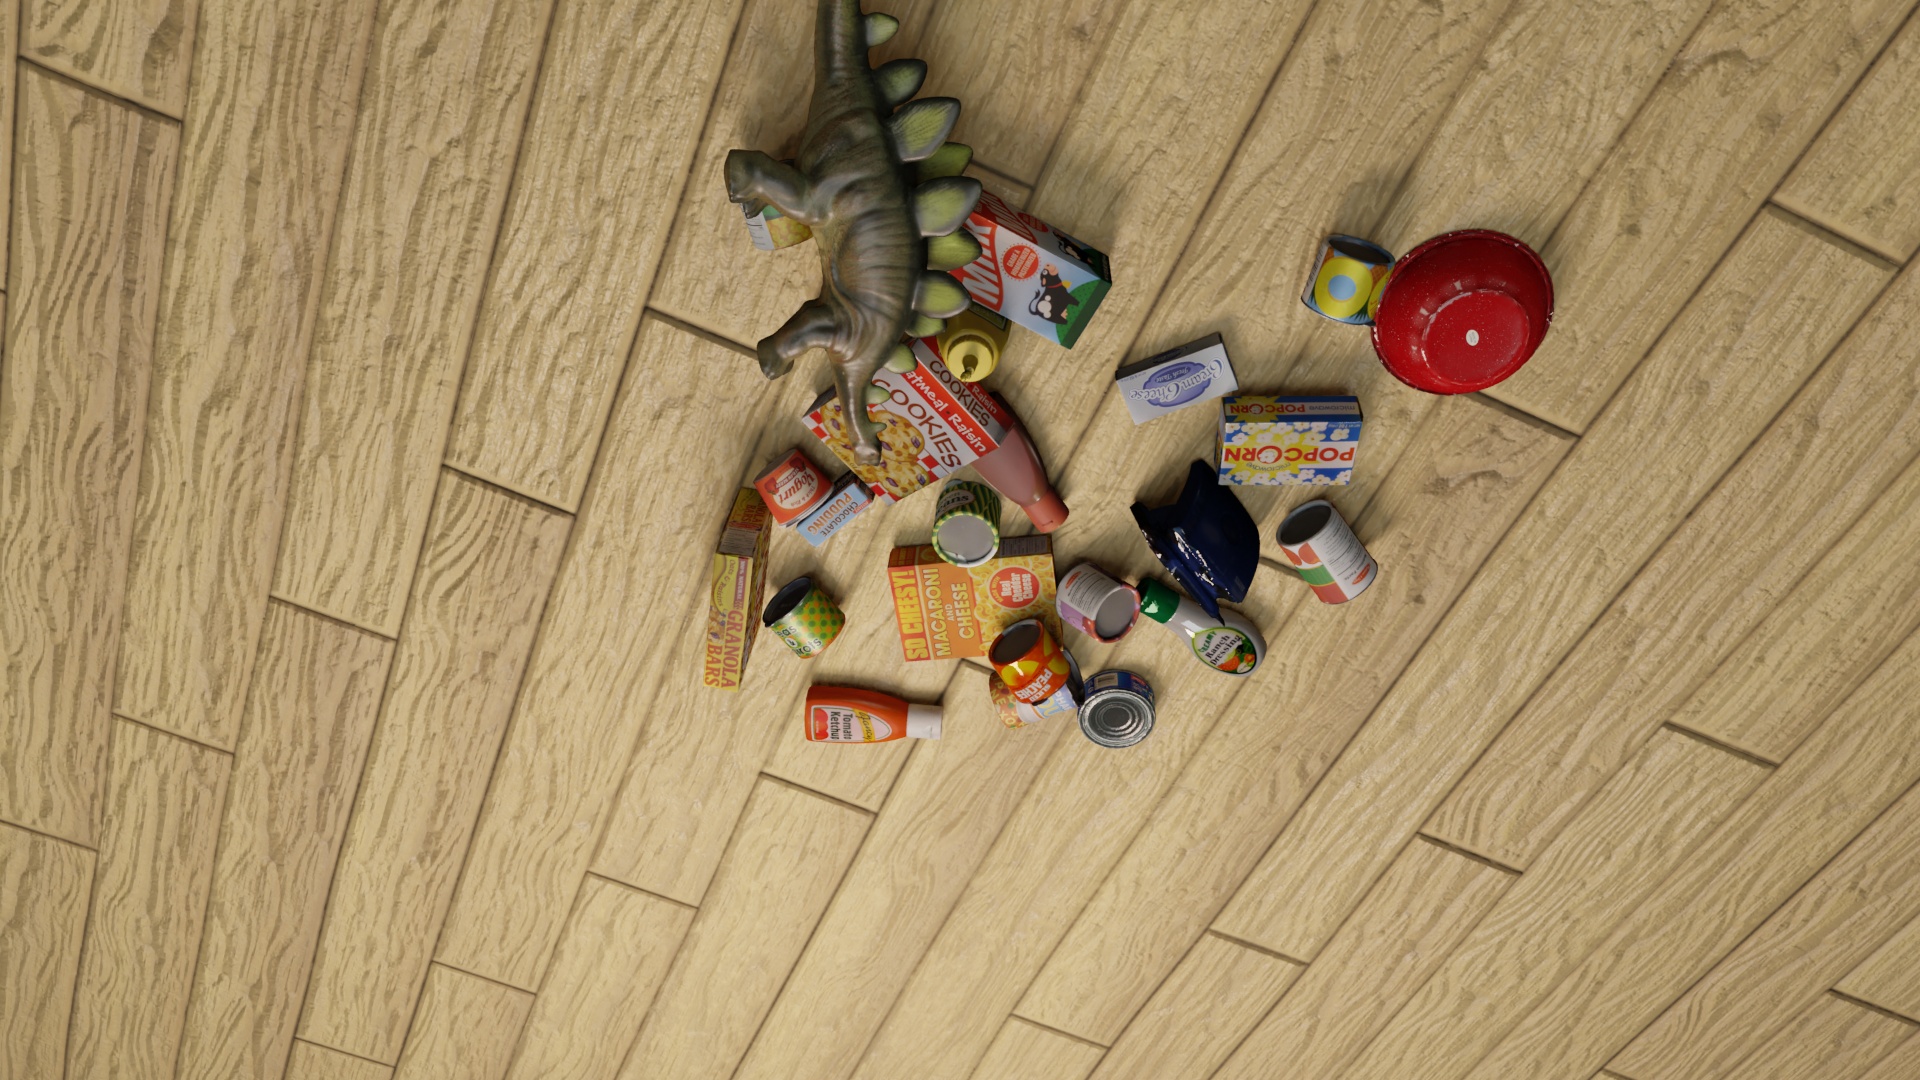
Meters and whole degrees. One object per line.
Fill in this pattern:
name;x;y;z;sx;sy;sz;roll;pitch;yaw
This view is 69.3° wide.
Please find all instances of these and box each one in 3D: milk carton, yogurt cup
milk carton;0.032;-0.250;1.215;0.190;0.073;0.073;26;120;-11
yogurt cup;-0.165;-0.053;1.358;0.072;0.073;0.054;-32;107;21

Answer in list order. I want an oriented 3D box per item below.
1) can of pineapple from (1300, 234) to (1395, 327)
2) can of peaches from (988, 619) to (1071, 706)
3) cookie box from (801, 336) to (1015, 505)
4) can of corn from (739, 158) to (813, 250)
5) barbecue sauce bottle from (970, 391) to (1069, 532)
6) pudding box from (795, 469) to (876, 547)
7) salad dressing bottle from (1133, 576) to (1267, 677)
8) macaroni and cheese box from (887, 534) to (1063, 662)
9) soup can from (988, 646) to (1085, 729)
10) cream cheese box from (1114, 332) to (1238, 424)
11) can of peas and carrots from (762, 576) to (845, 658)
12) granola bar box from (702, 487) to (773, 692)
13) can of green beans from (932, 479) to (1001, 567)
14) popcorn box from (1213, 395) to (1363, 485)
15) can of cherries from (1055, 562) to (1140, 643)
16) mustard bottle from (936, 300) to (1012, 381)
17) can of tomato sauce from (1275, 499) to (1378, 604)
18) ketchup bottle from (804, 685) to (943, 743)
can of pineapple;0.340;-0.227;1.211;0.071;0.071;0.057;12;122;-4
can of peaches;0.069;0.123;1.399;0.071;0.071;0.058;-25;118;18
cookie box;-0.050;-0.112;1.291;0.123;0.040;0.167;46;137;-18
can of corn;-0.155;-0.293;1.208;0.071;0.071;0.058;-11;121;11
barbecue sauce bottle;0.051;-0.072;1.342;0.064;0.044;0.148;-26;117;26
pudding box;-0.121;-0.035;1.373;0.083;0.050;0.030;-36;112;23
salad dressing bottle;0.244;0.087;1.427;0.147;0.044;0.064;30;120;-14
macaroni and cheese box;0.017;0.061;1.429;0.166;0.040;0.123;-5;122;6
soup can;0.081;0.158;1.466;0.083;0.072;0.071;-23;118;18
cream cheese box;0.202;-0.150;1.294;0.103;0.024;0.053;-19;120;15
can of peas and carrots;-0.162;0.082;1.437;0.071;0.071;0.058;-32;115;21
granola bar box;-0.222;0.049;1.388;0.039;0.125;0.164;10;122;-2
can of green beans;0.006;-0.016;1.372;0.071;0.058;0.071;2;122;3
popcorn box;0.306;-0.093;1.302;0.127;0.038;0.084;0;139;4
can of cherries;0.140;0.064;1.396;0.072;0.058;0.071;-18;121;-32
mustard bottle;0.011;-0.176;1.212;0.065;0.161;0.048;28;119;-14
can of tomato sauce;0.357;0.011;1.360;0.071;0.071;0.083;-32;114;21
ketchup bottle;-0.094;0.193;1.518;0.149;0.044;0.064;4;122;1
